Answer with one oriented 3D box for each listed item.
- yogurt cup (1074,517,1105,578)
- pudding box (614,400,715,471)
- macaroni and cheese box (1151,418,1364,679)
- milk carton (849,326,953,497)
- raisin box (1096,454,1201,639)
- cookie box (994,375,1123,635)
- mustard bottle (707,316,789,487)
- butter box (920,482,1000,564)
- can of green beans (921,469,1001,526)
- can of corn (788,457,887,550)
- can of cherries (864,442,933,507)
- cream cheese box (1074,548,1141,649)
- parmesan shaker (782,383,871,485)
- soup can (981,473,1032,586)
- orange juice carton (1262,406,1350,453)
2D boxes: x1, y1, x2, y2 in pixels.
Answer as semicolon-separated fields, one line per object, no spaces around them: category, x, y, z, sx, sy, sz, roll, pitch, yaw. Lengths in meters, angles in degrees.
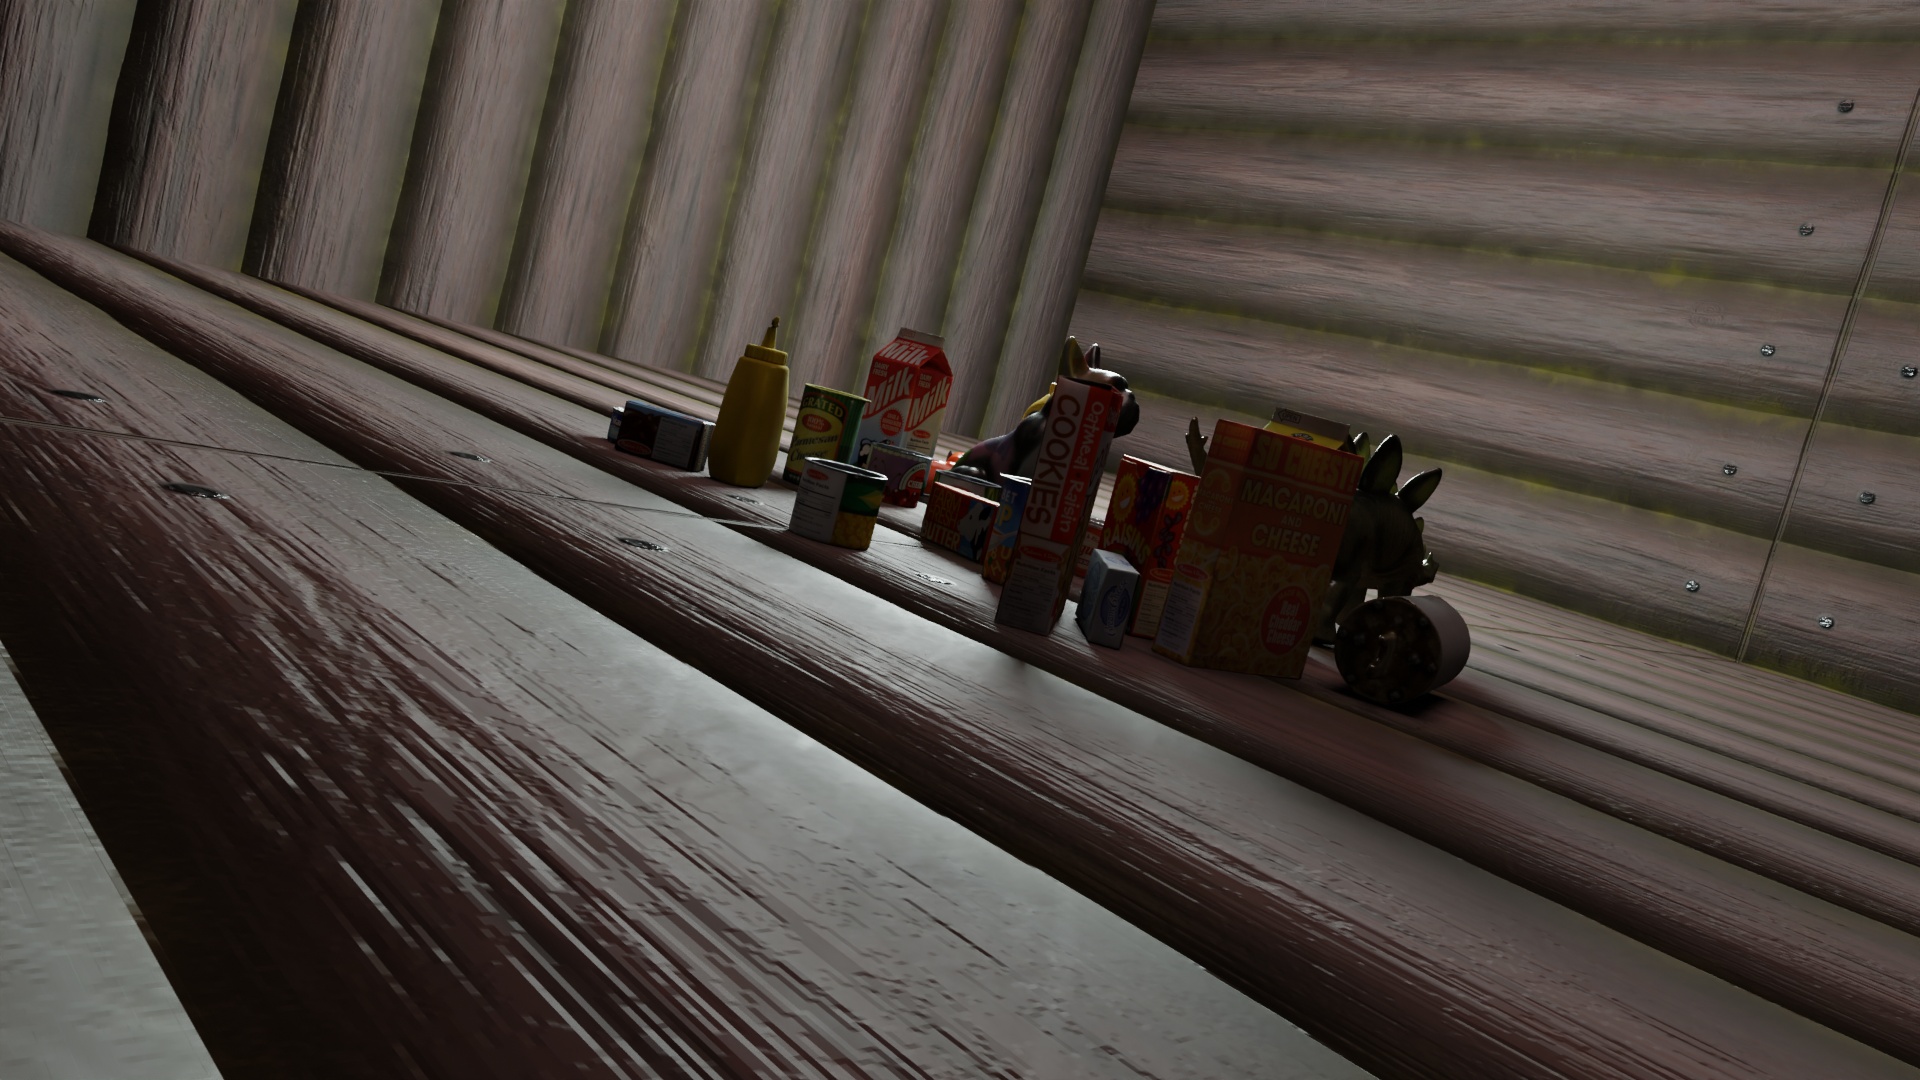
yogurt cup;0.135;0.010;1.294;0.072;0.054;0.072;15;6;-1
pudding box;-0.279;-0.099;1.312;0.084;0.049;0.030;16;6;13
macaroni and cheese box;0.209;0.008;0.971;0.124;0.166;0.040;10;7;-38
milk carton;-0.068;-0.153;1.635;0.072;0.190;0.073;19;7;34
raisin box;0.137;0.004;1.036;0.040;0.123;0.086;13;6;-21
cookie box;0.070;-0.027;0.951;0.040;0.167;0.123;16;6;8
mustard bottle;-0.191;-0.131;1.294;0.049;0.160;0.065;17;6;24
butter box;0.004;-0.015;1.222;0.024;0.053;0.103;11;7;-34
can of green beans;0.001;-0.033;1.344;0.071;0.057;0.071;15;6;-1
can of corn;-0.094;-0.029;1.085;0.071;0.058;0.071;15;6;-1
can of cherries;-0.070;-0.071;1.513;0.071;0.058;0.071;15;6;-1
cream cheese box;0.102;0.039;0.966;0.024;0.053;0.104;15;6;-2
parmesan shaker;-0.140;-0.105;1.448;0.071;0.103;0.071;15;6;-1
soup can;0.055;-0.004;1.104;0.071;0.083;0.071;15;6;-1
orange juice carton;0.263;-0.010;1.142;0.072;0.192;0.073;20;8;42
